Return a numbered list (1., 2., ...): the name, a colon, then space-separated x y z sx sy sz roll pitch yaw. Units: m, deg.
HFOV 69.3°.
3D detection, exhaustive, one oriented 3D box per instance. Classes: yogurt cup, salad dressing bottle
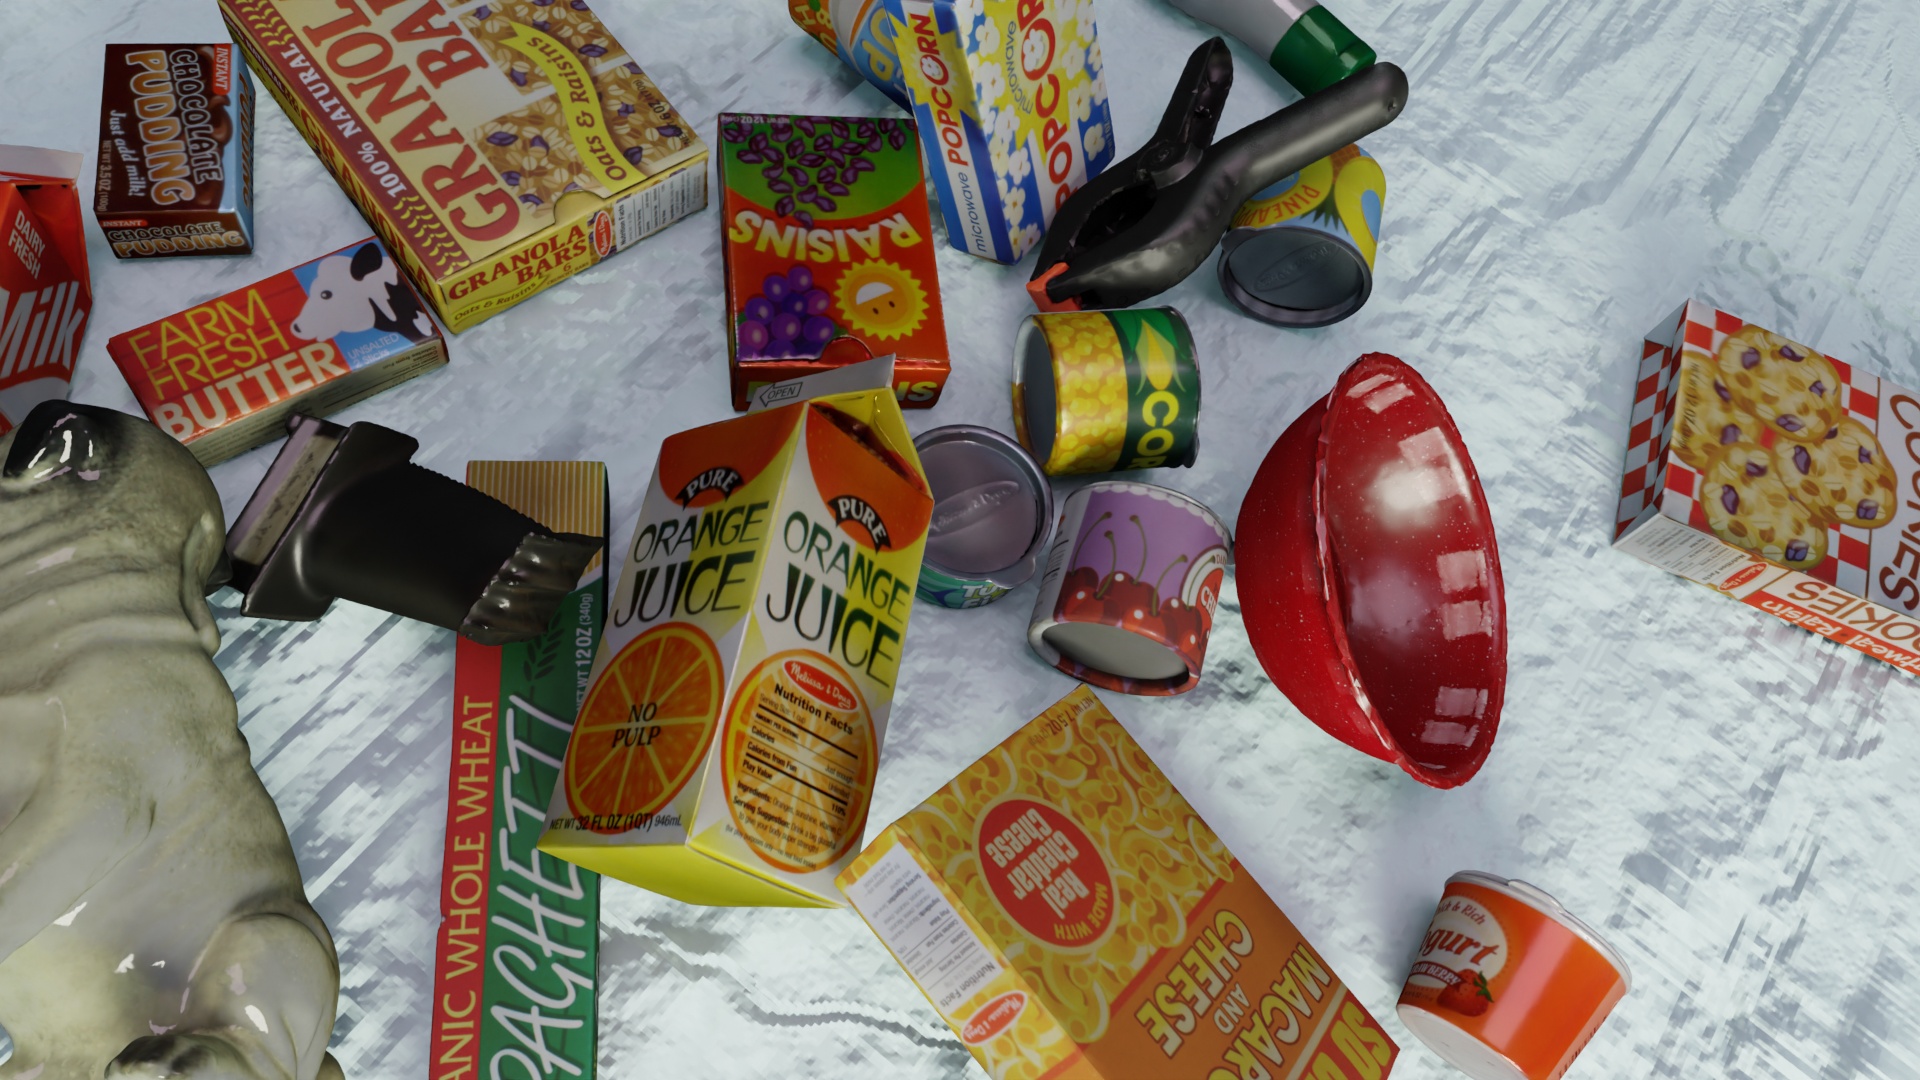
1. yogurt cup: 0.190 0.158 0.487 0.072 0.072 0.054 37 72 6
2. salad dressing bottle: 0.140 -0.274 0.686 0.064 0.043 0.148 -39 79 -23

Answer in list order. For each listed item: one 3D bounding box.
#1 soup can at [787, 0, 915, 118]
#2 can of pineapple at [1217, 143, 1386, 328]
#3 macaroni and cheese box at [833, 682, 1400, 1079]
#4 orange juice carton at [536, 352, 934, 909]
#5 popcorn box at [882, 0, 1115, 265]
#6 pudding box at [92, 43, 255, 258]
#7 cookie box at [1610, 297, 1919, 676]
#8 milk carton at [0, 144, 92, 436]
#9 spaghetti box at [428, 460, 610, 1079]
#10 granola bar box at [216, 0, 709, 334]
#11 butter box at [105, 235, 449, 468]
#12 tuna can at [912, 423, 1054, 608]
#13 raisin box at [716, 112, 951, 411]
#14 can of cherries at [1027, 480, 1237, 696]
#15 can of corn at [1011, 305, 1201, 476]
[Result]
1. soup can: -0.026 -0.234 0.617 0.084 0.071 0.071 40 64 8
2. can of pineapple: 0.150 -0.137 0.611 0.071 0.070 0.058 19 62 -4
3. macaroni and cheese box: 0.056 0.139 0.447 0.166 0.040 0.124 49 35 11
4. orange juice carton: -0.067 0.022 0.473 0.073 0.071 0.193 38 53 -42
5. popcorn box: 0.020 -0.190 0.576 0.038 0.126 0.085 23 60 31
6. pudding box: -0.303 -0.152 0.540 0.050 0.030 0.084 -5 67 -15
7. cookie box: 0.388 -0.022 0.627 0.167 0.040 0.123 23 63 0
8. milk carton: -0.352 -0.057 0.461 0.072 0.073 0.191 4 65 -10
9. spaghetti box: -0.145 0.088 0.464 0.050 0.028 0.251 0 65 -11
10. granola bar box: -0.201 -0.181 0.571 0.125 0.039 0.166 -34 76 -24
11. butter box: -0.251 -0.070 0.516 0.104 0.024 0.053 -30 75 -23
12. tuna can: 0.002 -0.007 0.538 0.071 0.032 0.071 5 65 -10
13. raisin box: -0.054 -0.116 0.573 0.086 0.040 0.124 -1 67 -14
14. can of cherries: 0.066 0.020 0.520 0.071 0.071 0.058 20 63 -3
15. can of corn: 0.057 -0.058 0.554 0.058 0.071 0.071 -5 67 -14
